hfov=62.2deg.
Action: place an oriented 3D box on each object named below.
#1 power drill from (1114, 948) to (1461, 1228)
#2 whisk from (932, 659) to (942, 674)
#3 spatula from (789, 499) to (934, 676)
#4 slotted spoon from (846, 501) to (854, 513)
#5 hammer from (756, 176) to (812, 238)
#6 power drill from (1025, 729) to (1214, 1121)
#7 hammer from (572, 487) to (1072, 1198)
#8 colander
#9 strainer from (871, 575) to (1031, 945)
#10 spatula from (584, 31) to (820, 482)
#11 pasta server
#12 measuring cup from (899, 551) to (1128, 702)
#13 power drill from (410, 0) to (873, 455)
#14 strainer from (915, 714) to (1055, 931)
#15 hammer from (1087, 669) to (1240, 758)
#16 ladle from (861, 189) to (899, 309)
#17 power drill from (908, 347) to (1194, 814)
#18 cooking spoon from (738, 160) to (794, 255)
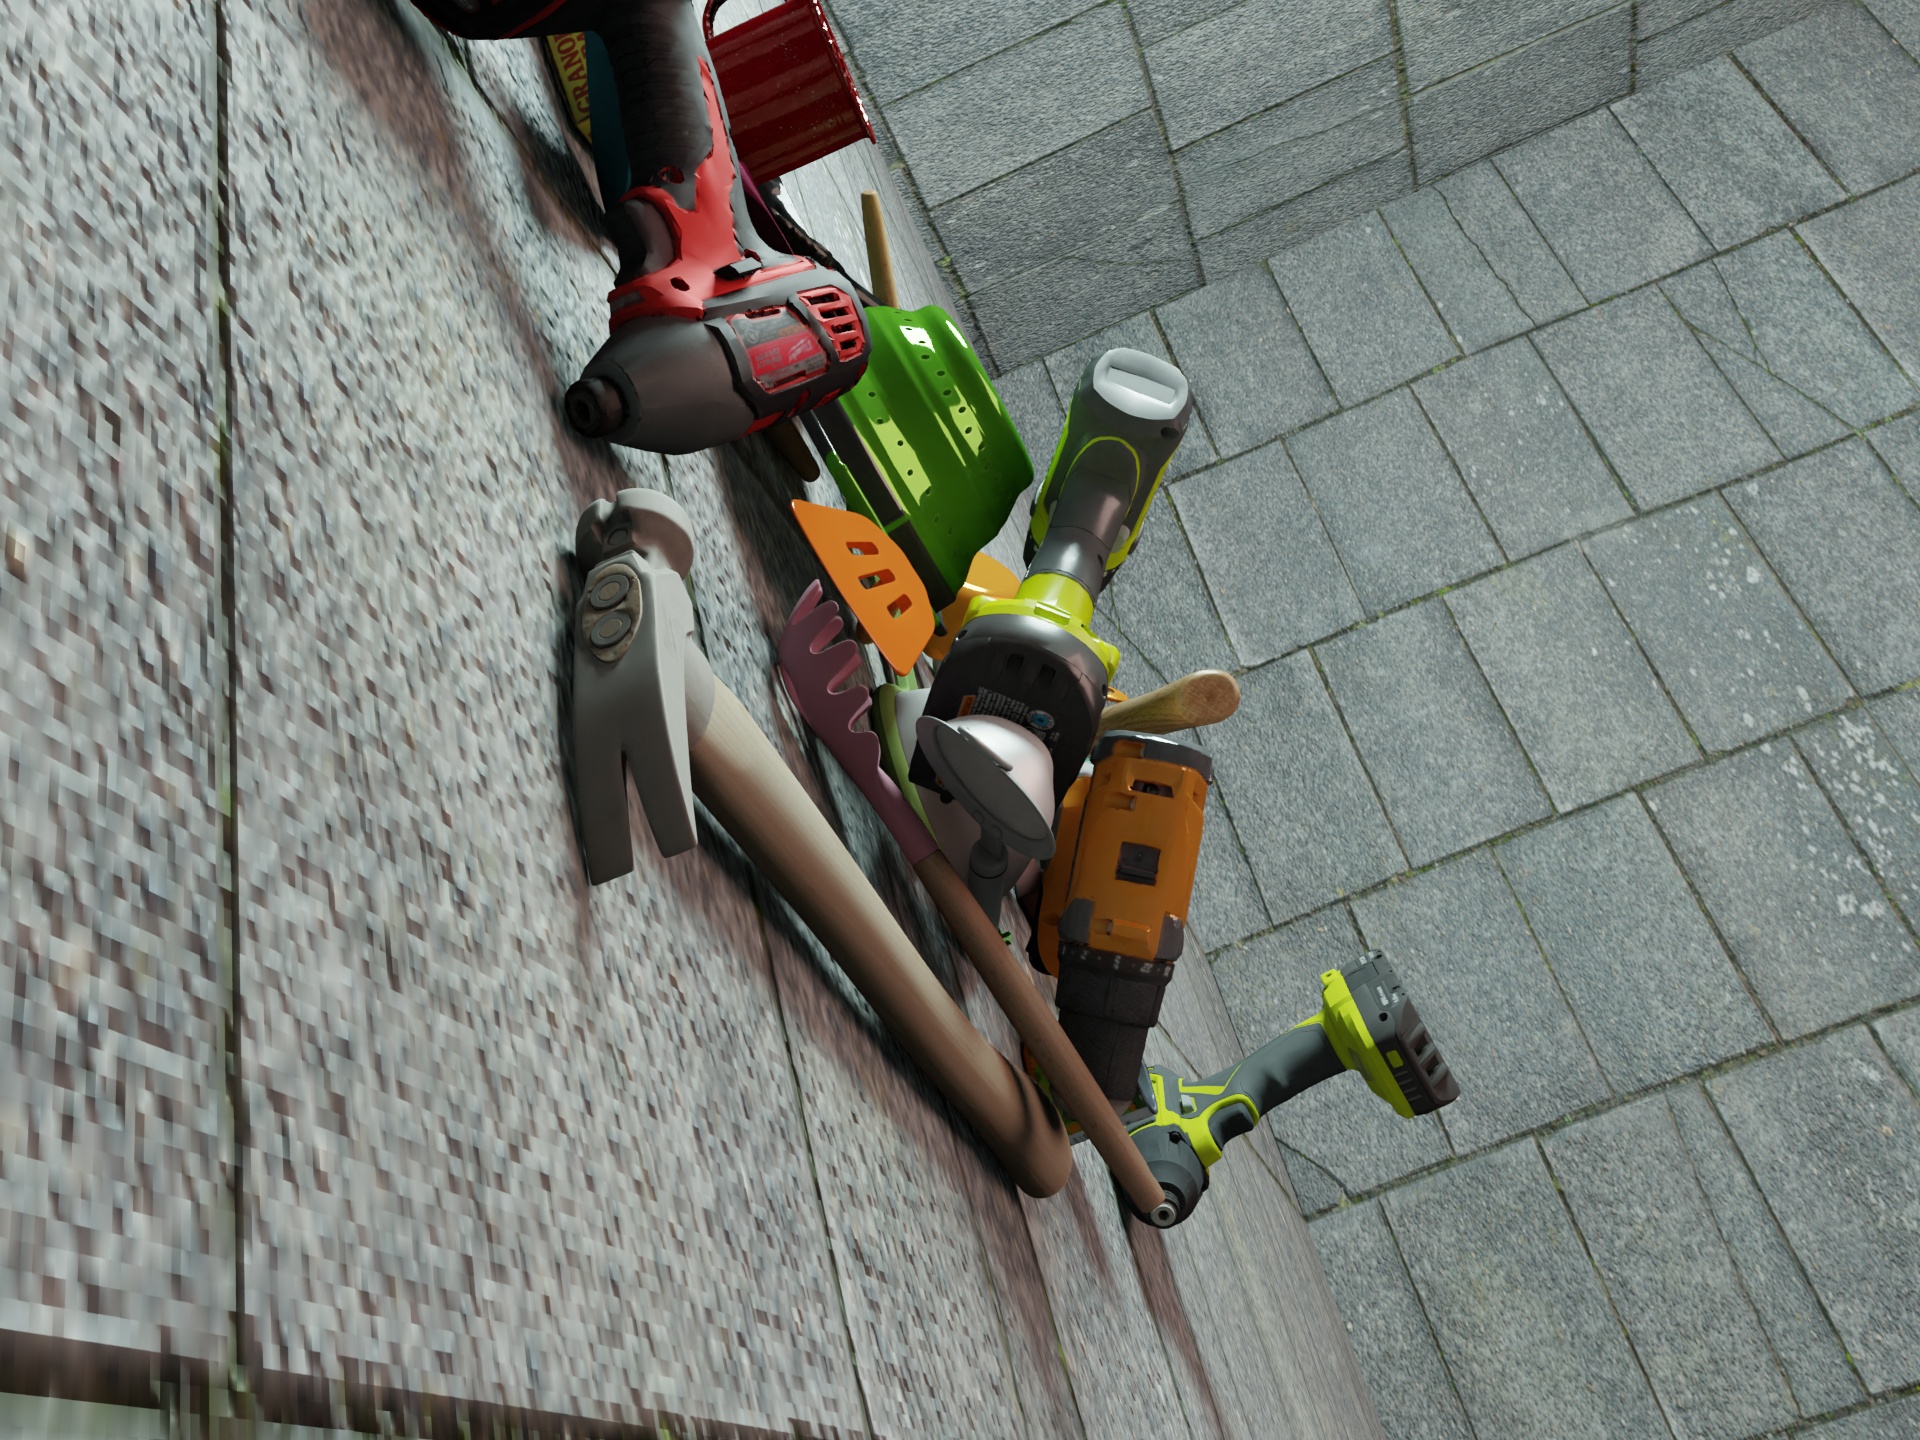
[{"bbox_3d":[0.203,0.249,1.046,0.080,0.223,0.171,59,9,-7],"label":"power drill"},{"bbox_3d":[-0.012,-0.133,1.088,0.059,0.058,0.246,-119,-158,-53],"label":"whisk"},{"bbox_3d":[-0.045,-0.053,0.764,0.081,0.041,0.322,57,-6,-1],"label":"spatula"},{"bbox_3d":[-0.035,-0.108,1.159,0.313,0.031,0.070,47,30,-73],"label":"slotted spoon"},{"bbox_3d":[-0.172,-0.403,1.032,0.337,0.034,0.127,-3,70,-81],"label":"hammer"},{"bbox_3d":[0.079,0.107,0.834,0.226,0.084,0.185,78,23,-83],"label":"power drill"},{"bbox_3d":[-0.030,0.100,0.611,0.410,0.038,0.146,59,13,-46],"label":"hammer"},{"bbox_3d":[-0.042,-0.193,0.928,0.204,0.094,0.398,58,4,-31],"label":"colander"},{"bbox_3d":[-0.001,-0.003,0.940,0.151,0.069,0.257,57,15,-52],"label":"strainer"},{"bbox_3d":[-0.123,-0.211,0.806,0.082,0.044,0.317,65,5,28],"label":"spatula"},{"bbox_3d":[0.006,0.080,0.713,0.316,0.040,0.060,57,-4,2],"label":"pasta server"},{"bbox_3d":[0.038,-0.064,1.045,0.095,0.173,0.052,-64,176,-63],"label":"measuring cup"},{"bbox_3d":[-0.123,-0.210,0.598,0.143,0.078,0.219,-36,110,-47],"label":"power drill"},{"bbox_3d":[0.015,0.061,0.775,0.087,0.050,0.258,40,-26,21],"label":"strainer"},{"bbox_3d":[0.080,0.008,0.950,0.331,0.130,0.031,154,-81,-74],"label":"hammer"},{"bbox_3d":[-0.042,-0.234,1.176,0.069,0.031,0.315,-109,-172,-55],"label":"ladle"},{"bbox_3d":[0.048,-0.059,0.835,0.190,0.080,0.229,110,2,-53],"label":"power drill"},{"bbox_3d":[-0.129,-0.293,0.789,0.069,0.017,0.318,62,6,17],"label":"cooking spoon"}]
